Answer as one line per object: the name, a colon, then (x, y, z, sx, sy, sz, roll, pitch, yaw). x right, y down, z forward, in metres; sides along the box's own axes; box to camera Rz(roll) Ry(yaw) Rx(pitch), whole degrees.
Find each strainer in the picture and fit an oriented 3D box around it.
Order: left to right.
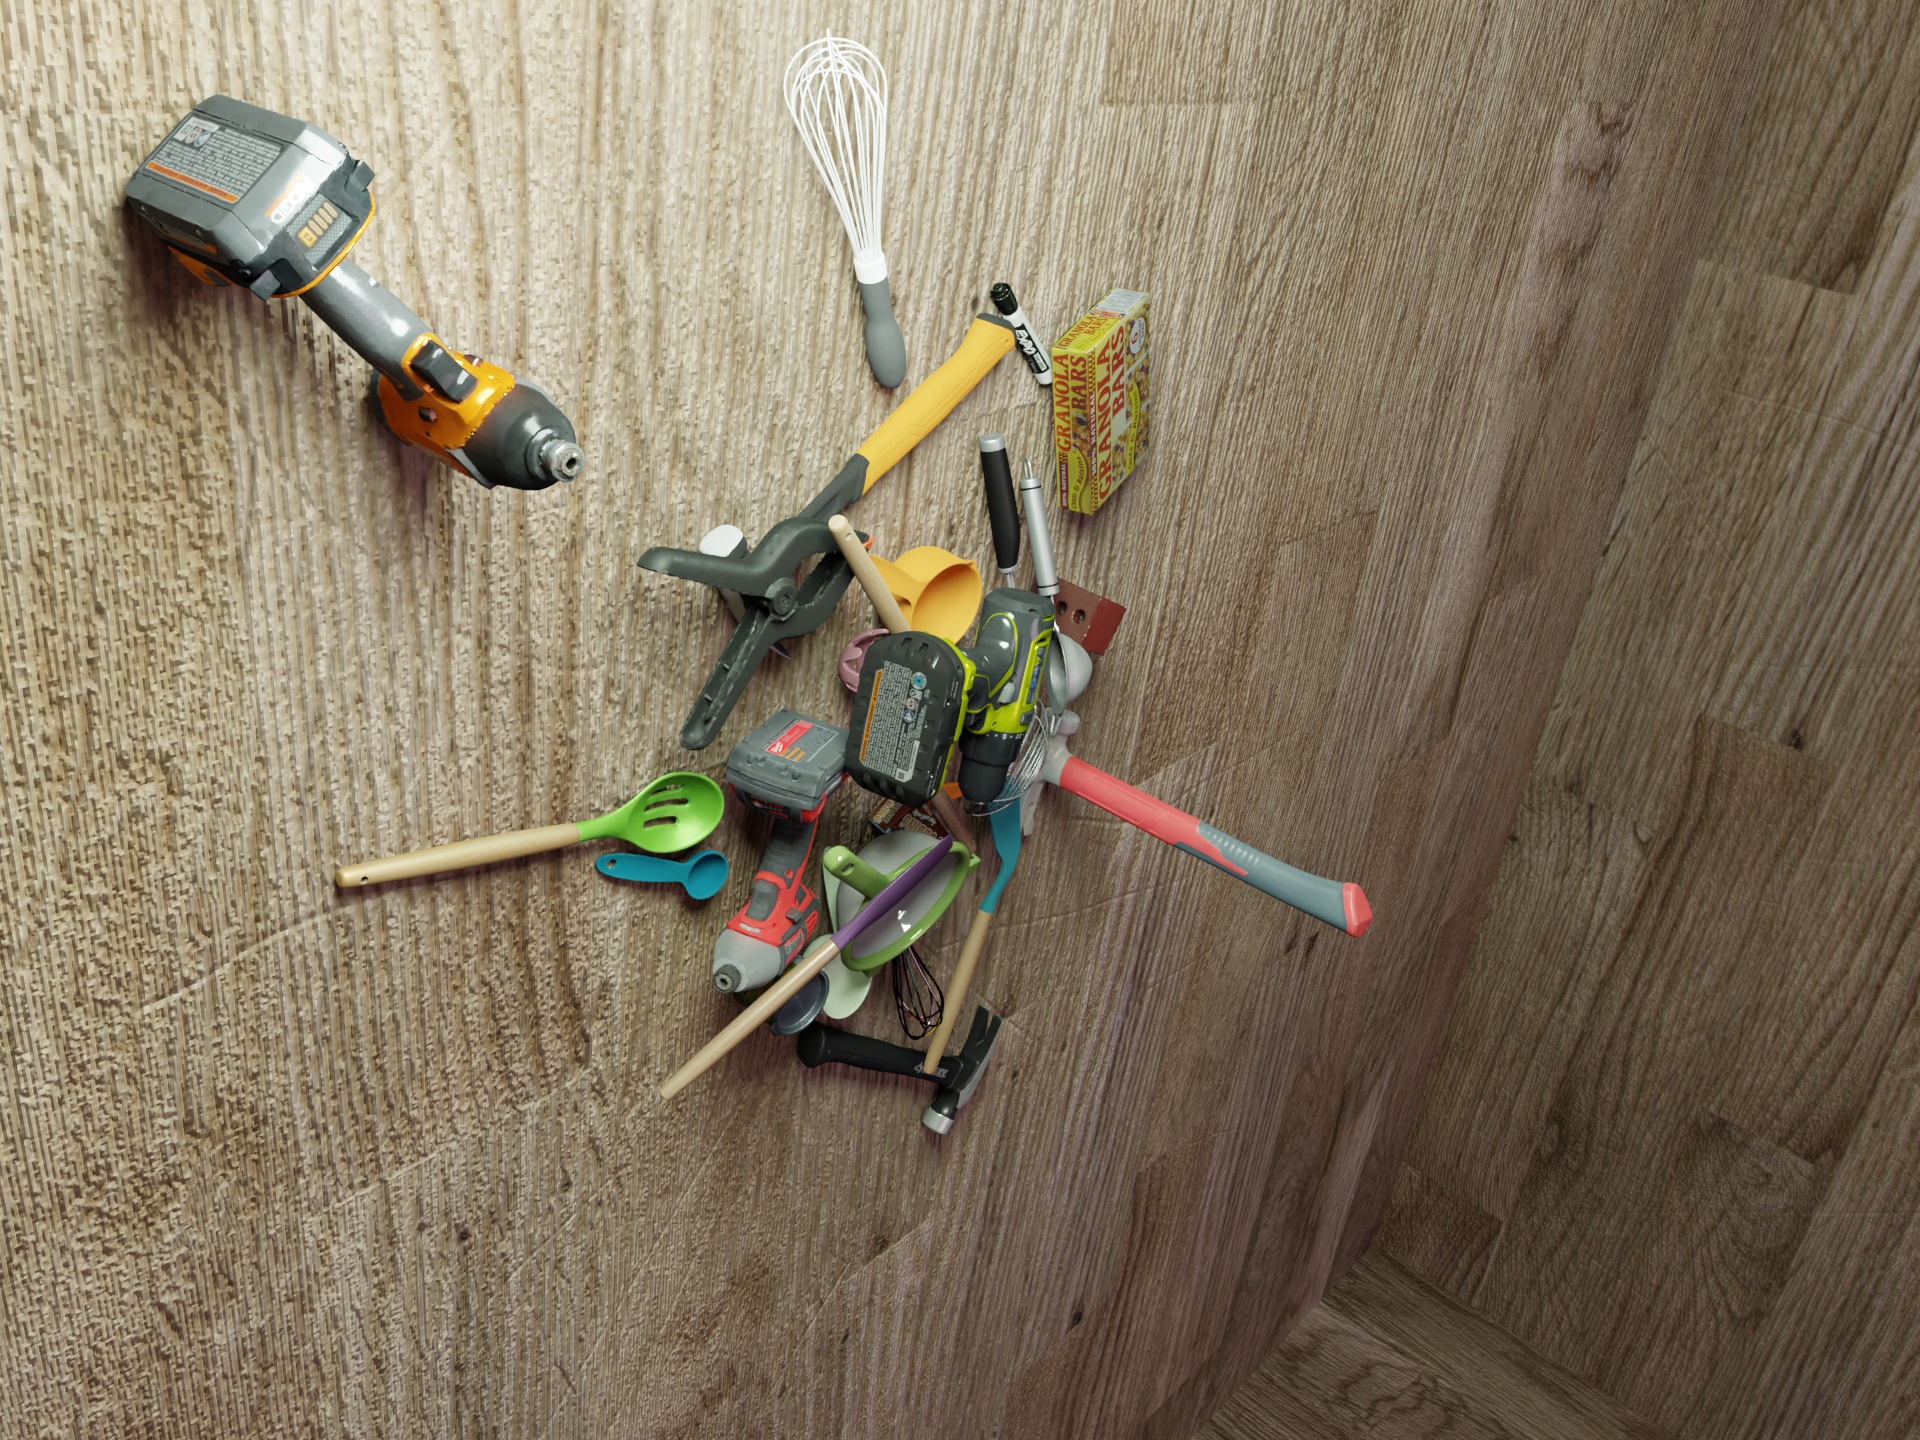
strainer: (-0.081, 0.133, 1.384, 0.151, 0.069, 0.256, -46, 155, -2)
strainer: (0.084, -0.112, 1.452, 0.050, 0.087, 0.258, -13, 104, -8)

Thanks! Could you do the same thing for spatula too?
spatula: (-0.123, 0.204, 1.319, 0.316, 0.018, 0.059, -41, 163, -12)
spatula: (0.009, 0.212, 1.621, 0.082, 0.044, 0.317, -4, 114, -66)

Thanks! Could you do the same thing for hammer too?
hammer: (-0.065, -0.201, 1.256, 0.337, 0.034, 0.127, -49, 144, -20)
hammer: (-0.064, 0.346, 1.645, 0.146, 0.035, 0.334, -61, 147, -2)
hammer: (0.216, 0.124, 1.546, 0.038, 0.387, 0.143, -7, 118, -52)

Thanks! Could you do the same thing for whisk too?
whisk: (-0.069, -0.351, 1.131, 0.070, 0.070, 0.284, -45, 148, -25)
whisk: (-0.054, 0.218, 1.550, 0.047, 0.051, 0.244, -13, 124, -2)

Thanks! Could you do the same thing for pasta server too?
pasta server: (-0.039, 0.029, 1.426, 0.060, 0.040, 0.315, -62, 144, -28)

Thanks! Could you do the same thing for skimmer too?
skimmer: (0.022, -0.081, 1.448, 0.127, 0.090, 0.363, -79, 162, -61)

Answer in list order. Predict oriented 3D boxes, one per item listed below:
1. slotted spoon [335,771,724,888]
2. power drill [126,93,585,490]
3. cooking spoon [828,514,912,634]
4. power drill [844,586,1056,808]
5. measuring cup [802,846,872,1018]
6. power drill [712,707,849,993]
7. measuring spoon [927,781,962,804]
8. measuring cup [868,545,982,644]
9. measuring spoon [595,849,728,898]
slotted spoon: (-0.300, 0.083, 1.145, 0.313, 0.031, 0.070, -10, 121, -49)
power drill: (-0.295, -0.204, 0.824, 0.084, 0.164, 0.226, -54, 144, -11)
cooking spoon: (-0.049, -0.073, 1.280, 0.069, 0.017, 0.318, -47, 151, -10)
power drill: (-0.002, -0.004, 1.317, 0.228, 0.080, 0.190, -20, 127, -61)
measuring cup: (-0.123, 0.192, 1.464, 0.083, 0.038, 0.167, -25, 115, -49)
power drill: (-0.151, 0.114, 1.295, 0.143, 0.078, 0.219, -47, 154, -63)
measuring spoon: (-0.009, 0.071, 1.545, 0.117, 0.011, 0.021, -8, 119, -51)
measuring cup: (-0.051, -0.115, 1.319, 0.173, 0.052, 0.095, 25, 96, -55)
measuring spoon: (-0.240, 0.116, 1.264, 0.128, 0.021, 0.042, 14, 100, -47)
